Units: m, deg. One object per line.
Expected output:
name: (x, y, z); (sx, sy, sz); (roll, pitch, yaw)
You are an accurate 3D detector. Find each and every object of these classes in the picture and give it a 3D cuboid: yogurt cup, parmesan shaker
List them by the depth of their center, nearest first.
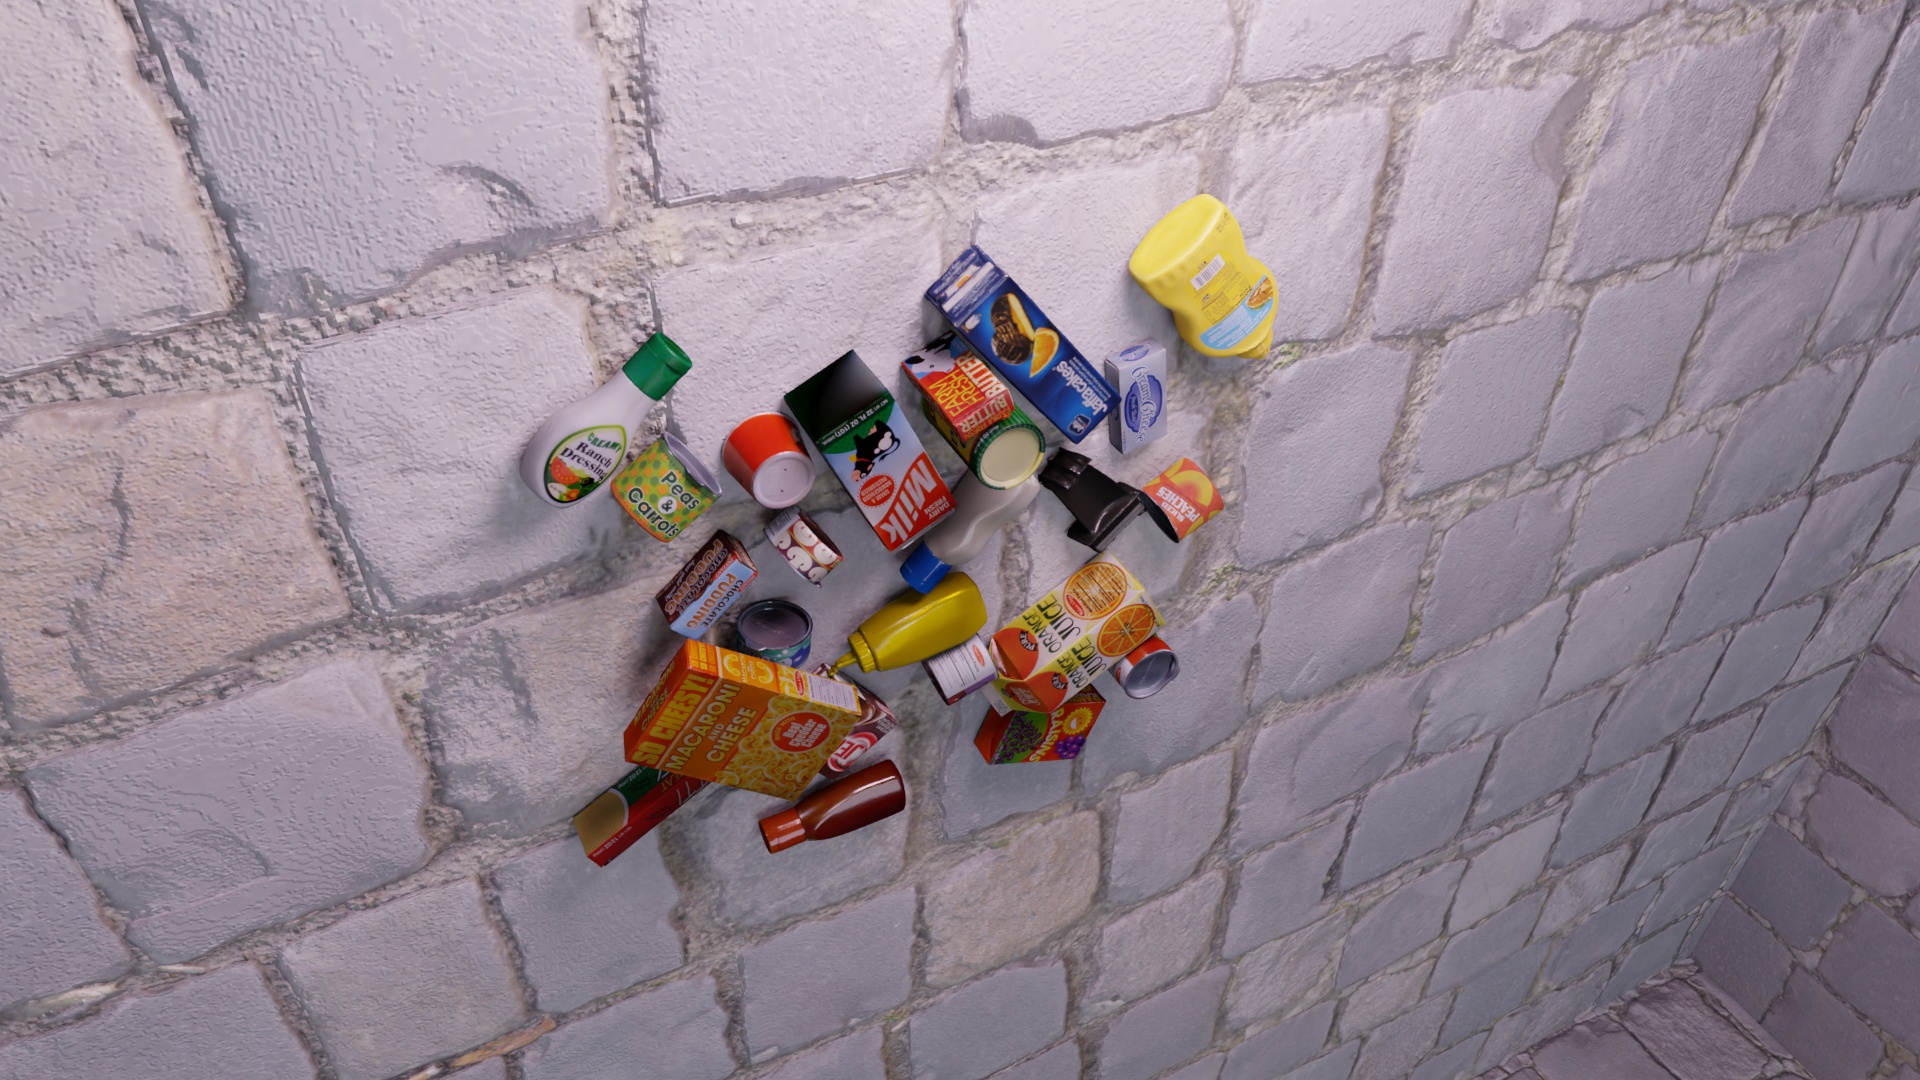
yogurt cup: (-0.151, -0.062, 1.116); (0.072, 0.054, 0.072); (-18, 133, -20)
parmesan shaker: (0.021, -0.099, 1.164); (0.071, 0.103, 0.071); (-18, 133, -20)

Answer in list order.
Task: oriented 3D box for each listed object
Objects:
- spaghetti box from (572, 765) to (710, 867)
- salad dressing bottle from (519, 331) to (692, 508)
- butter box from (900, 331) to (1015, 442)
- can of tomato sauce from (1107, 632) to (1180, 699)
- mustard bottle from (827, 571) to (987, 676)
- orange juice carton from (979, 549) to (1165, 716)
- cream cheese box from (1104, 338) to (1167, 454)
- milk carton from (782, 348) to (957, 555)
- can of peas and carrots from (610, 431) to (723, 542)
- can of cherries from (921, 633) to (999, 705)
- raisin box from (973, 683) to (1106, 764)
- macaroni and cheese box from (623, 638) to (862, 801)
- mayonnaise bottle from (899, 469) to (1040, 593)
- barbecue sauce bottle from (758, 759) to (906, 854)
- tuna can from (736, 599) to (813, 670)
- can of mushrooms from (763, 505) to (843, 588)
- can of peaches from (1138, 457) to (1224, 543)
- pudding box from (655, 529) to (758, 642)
spaghetti box: (-0.245, 0.201, 1.276); (0.250, 0.050, 0.028); (-38, 138, -1)
salad dressing bottle: (-0.261, -0.090, 1.026); (0.147, 0.044, 0.064); (-45, 138, 7)
butter box: (-0.003, -0.126, 1.126); (0.053, 0.104, 0.024); (-32, 136, -6)
can of tomato sauce: (0.181, 0.115, 1.466); (0.071, 0.083, 0.070); (-18, 134, -20)
mustard bottle: (-0.055, 0.086, 1.308); (0.160, 0.049, 0.065); (-25, 125, -13)
orange juice carton: (0.104, 0.104, 1.413); (0.193, 0.073, 0.071); (-37, 137, -1)
cream cheese box: (0.164, -0.134, 1.291); (0.053, 0.024, 0.103); (-25, 136, -16)
milk carton: (-0.066, -0.061, 1.160); (0.072, 0.074, 0.189); (-35, 137, -4)
can of peas and carrots: (-0.226, -0.039, 1.072); (0.058, 0.071, 0.071); (-42, 137, 4)
can of cherries: (-0.003, 0.120, 1.362); (0.058, 0.072, 0.071); (-30, 136, -9)
raisin box: (0.087, 0.197, 1.504); (0.123, 0.040, 0.085); (3, 122, -36)
macaroni and cheese box: (-0.189, 0.158, 1.204); (0.166, 0.040, 0.123); (20, 121, -30)
mayonnaise bottle: (0.004, -0.016, 1.256); (0.147, 0.065, 0.041); (-48, 140, 16)
barbecue sauce bottle: (-0.131, 0.276, 1.421); (0.149, 0.044, 0.064); (-19, 133, -19)
tuna can: (-0.165, 0.086, 1.219); (0.071, 0.071, 0.032); (-12, 131, -26)
can of mushrooms: (-0.131, 0.005, 1.175); (0.033, 0.071, 0.071); (-43, 137, 2)
can of peaches: (0.218, -0.040, 1.372); (0.058, 0.071, 0.071); (-36, 137, -4)
pudding box: (-0.212, 0.038, 1.162); (0.083, 0.050, 0.030); (-45, 135, 7)
